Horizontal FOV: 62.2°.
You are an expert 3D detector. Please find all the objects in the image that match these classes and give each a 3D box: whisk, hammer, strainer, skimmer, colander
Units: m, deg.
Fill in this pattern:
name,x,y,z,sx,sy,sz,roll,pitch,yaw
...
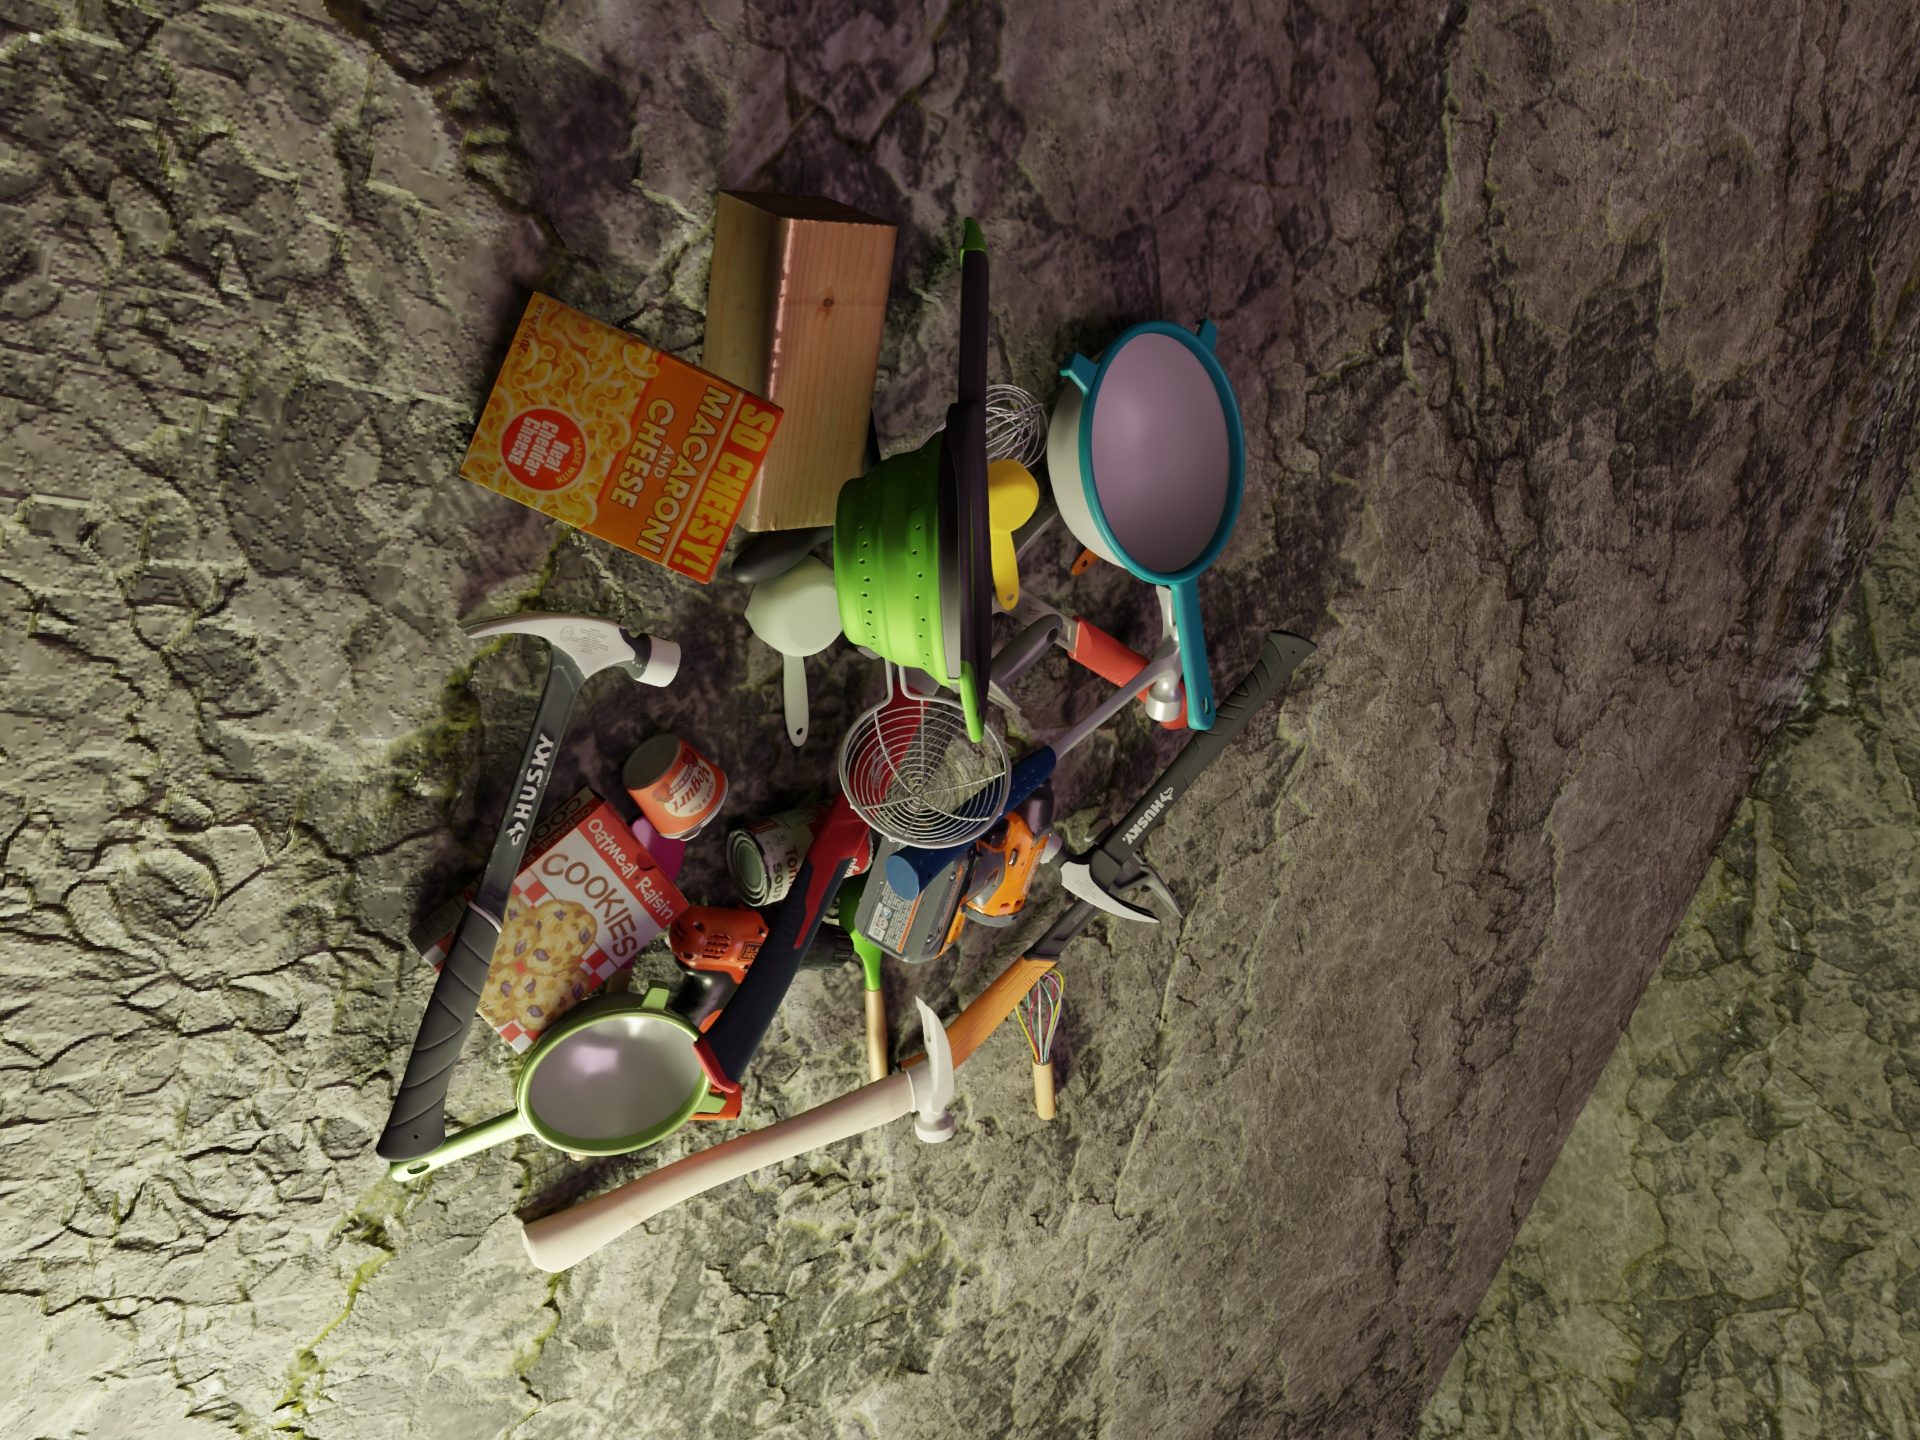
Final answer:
name,x,y,z,sx,sy,sz,roll,pitch,yaw
whisk,0.089,0.343,1.680,0.047,0.051,0.244,-35,138,-30
hammer,0.079,0.021,1.333,0.405,0.035,0.144,-37,142,-40
strainer,-0.321,0.283,1.239,0.256,0.069,0.151,-22,127,-6
whisk,-0.001,-0.003,1.339,0.239,0.055,0.055,-44,138,2
strainer,0.149,-0.156,1.326,0.211,0.095,0.340,-25,111,-42
skimmer,-0.046,-0.091,1.146,0.127,0.090,0.363,-12,101,-17
hammer,0.067,0.256,1.572,0.337,0.034,0.127,-43,99,-9
colander,-0.030,-0.181,1.093,0.204,0.094,0.397,78,12,-65
hammer,0.129,-0.072,1.447,0.358,0.037,0.149,26,103,-49
hammer,-0.090,0.114,1.250,0.143,0.038,0.386,29,77,-16
hammer,-0.327,0.117,1.100,0.149,0.036,0.409,16,97,-34
hammer,0.225,0.046,1.539,0.146,0.035,0.335,40,93,-13
whisk,-0.052,-0.177,1.208,0.284,0.070,0.070,-31,133,-18
hammer,-0.188,0.377,1.418,0.410,0.038,0.146,-17,115,-27

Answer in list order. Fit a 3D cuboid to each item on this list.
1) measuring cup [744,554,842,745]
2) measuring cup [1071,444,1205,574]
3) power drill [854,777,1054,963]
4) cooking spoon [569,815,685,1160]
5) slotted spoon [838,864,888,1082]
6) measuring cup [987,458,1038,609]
name,x,y,z,sx,sy,sz,roll,pitch,yaw
measuring cup,-0.120,-0.046,1.234,0.083,0.038,0.167,-21,126,-33
measuring cup,0.172,-0.182,1.409,0.173,0.052,0.095,-46,138,-9
power drill,0.010,0.116,1.400,0.226,0.084,0.164,-11,124,-62
cooking spoon,-0.275,0.218,1.276,0.068,0.017,0.318,0,115,-43
slotted spoon,-0.078,0.265,1.485,0.070,0.031,0.313,-31,135,-35
measuring cup,0.039,-0.138,1.259,0.062,0.029,0.156,-27,141,-15
